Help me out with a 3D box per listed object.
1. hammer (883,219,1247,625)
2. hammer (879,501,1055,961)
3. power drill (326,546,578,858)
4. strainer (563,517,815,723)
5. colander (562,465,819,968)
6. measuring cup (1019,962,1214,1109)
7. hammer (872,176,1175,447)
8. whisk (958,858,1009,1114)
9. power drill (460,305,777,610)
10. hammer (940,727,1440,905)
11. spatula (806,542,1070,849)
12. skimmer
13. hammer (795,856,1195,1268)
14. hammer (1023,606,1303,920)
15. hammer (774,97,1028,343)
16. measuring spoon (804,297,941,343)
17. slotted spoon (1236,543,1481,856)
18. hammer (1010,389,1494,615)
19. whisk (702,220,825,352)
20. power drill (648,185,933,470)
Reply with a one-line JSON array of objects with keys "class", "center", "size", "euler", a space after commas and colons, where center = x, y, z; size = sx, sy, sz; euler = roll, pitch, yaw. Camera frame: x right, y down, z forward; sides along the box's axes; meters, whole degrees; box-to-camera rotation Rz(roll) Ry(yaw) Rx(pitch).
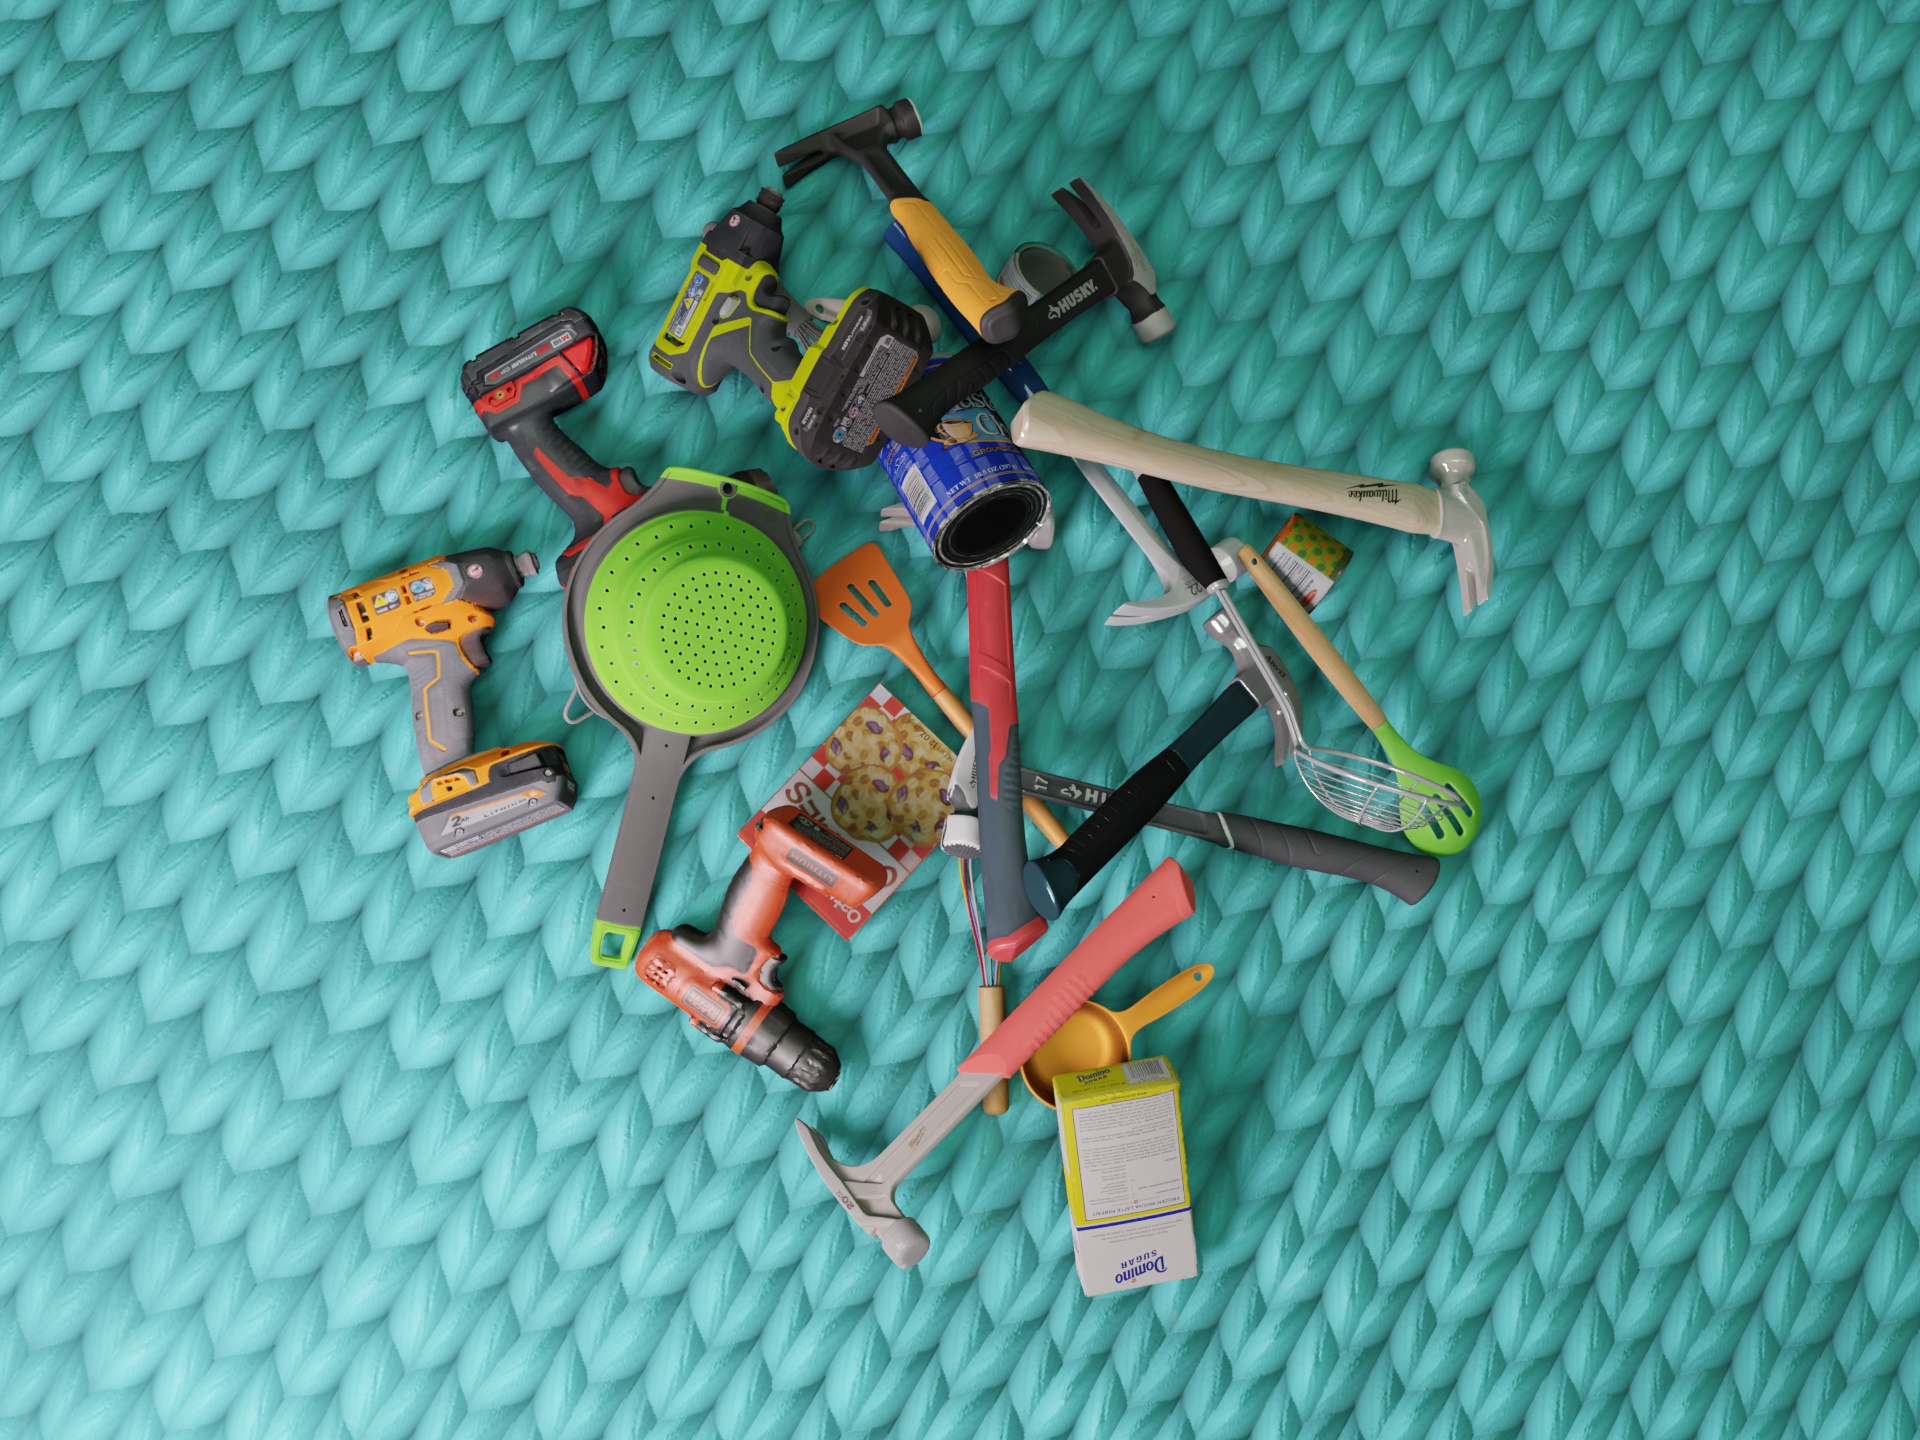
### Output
[{"class": "hammer", "center": [0.068, -0.252, 1.307], "size": [0.144, 0.035, 0.405], "euler": [-33, 82, -31]}, {"class": "hammer", "center": [0.011, -0.004, 1.226], "size": [0.143, 0.038, 0.387], "euler": [1, 63, -6]}, {"class": "power drill", "center": [-0.381, -0.024, 1.247], "size": [0.164, 0.084, 0.226], "euler": [-22, 81, -6]}, {"class": "strainer", "center": [-0.219, -0.084, 1.284], "size": [0.258, 0.050, 0.086], "euler": [-39, 120, -13]}, {"class": "colander", "center": [-0.215, 0.006, 1.218], "size": [0.204, 0.094, 0.397], "euler": [14, 92, -23]}, {"class": "measuring cup", "center": [0.123, 0.241, 1.260], "size": [0.173, 0.052, 0.095], "euler": [-31, 86, -8]}, {"class": "hammer", "center": [0.044, -0.304, 1.231], "size": [0.335, 0.035, 0.146], "euler": [-43, 108, -38]}, {"class": "whisk", "center": [0.027, 0.189, 1.265], "size": [0.047, 0.051, 0.245], "euler": [-1, 86, -9]}, {"class": "power drill", "center": [-0.273, -0.214, 1.279], "size": [0.188, 0.080, 0.227], "euler": [-31, 89, -7]}, {"class": "hammer", "center": [0.192, 0.079, 1.273], "size": [0.409, 0.036, 0.149], "euler": [14, 64, -8]}, {"class": "spatula", "center": [-0.002, -0.004, 1.297], "size": [0.081, 0.041, 0.322], "euler": [-39, 91, -9]}, {"class": "skimmer", "center": [0.253, -0.068, 1.225], "size": [0.090, 0.127, 0.363], "euler": [-36, 73, 26]}, {"class": "hammer", "center": [0.038, 0.236, 1.211], "size": [0.359, 0.036, 0.149], "euler": [-45, 50, -4]}, {"class": "hammer", "center": [0.156, 0.040, 1.222], "size": [0.128, 0.033, 0.331], "euler": [50, 55, 1]}, {"class": "hammer", "center": [-0.038, -0.386, 1.238], "size": [0.127, 0.034, 0.337], "euler": [-25, 48, -5]}, {"class": "measuring spoon", "center": [-0.076, -0.331, 1.313], "size": [0.124, 0.018, 0.034], "euler": [14, 124, 18]}, {"class": "slotted spoon", "center": [0.322, -0.016, 1.288], "size": [0.070, 0.031, 0.313], "euler": [-39, 96, -1]}, {"class": "hammer", "center": [0.236, -0.183, 1.255], "size": [0.410, 0.038, 0.146], "euler": [9, 62, -17]}, {"class": "whisk", "center": [-0.132, -0.328, 1.315], "size": [0.055, 0.055, 0.239], "euler": [-42, 84, -7]}, {"class": "power drill", "center": [-0.134, -0.306, 1.235], "size": [0.223, 0.080, 0.171], "euler": [38, 104, 32]}]
